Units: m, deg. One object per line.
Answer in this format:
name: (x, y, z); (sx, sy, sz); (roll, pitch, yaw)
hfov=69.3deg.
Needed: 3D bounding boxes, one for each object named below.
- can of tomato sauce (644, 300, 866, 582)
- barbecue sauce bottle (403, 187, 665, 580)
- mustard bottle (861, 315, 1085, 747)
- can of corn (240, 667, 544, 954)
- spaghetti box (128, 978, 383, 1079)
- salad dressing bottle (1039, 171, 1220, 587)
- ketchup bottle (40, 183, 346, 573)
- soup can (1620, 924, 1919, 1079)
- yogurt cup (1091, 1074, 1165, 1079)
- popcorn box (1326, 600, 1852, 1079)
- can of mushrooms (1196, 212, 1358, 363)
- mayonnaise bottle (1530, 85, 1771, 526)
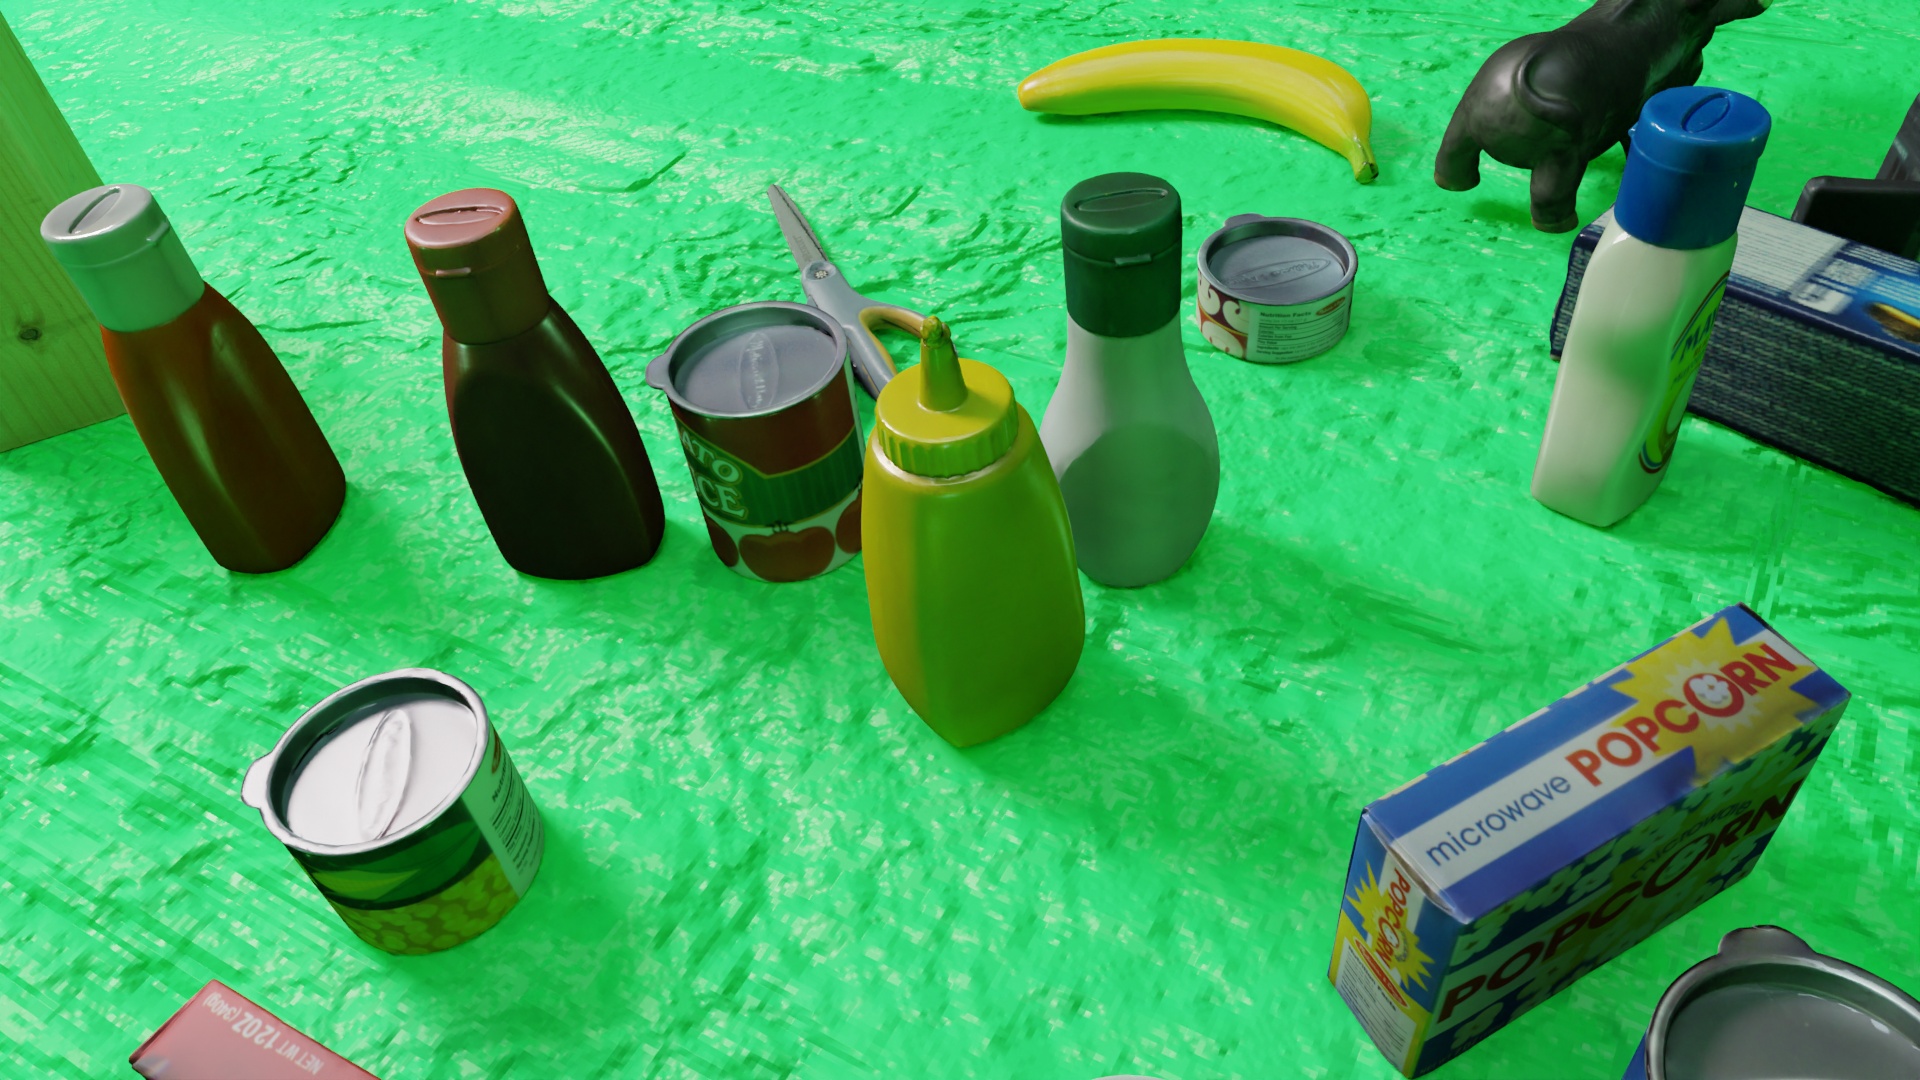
can of tomato sauce: (-0.070, -0.035, 0.510); (0.071, 0.082, 0.071); (-4, 44, 4)
barbecue sauce bottle: (-0.152, -0.050, 0.491); (0.065, 0.147, 0.044); (-3, 45, 5)
mustard bottle: (0.001, -0.005, 0.416); (0.065, 0.159, 0.049); (-28, 48, -20)
can of corn: (-0.169, 0.083, 0.421); (0.071, 0.058, 0.071); (-4, 44, 4)
spaghetti box: (-0.093, 0.174, 0.324); (0.250, 0.050, 0.029); (17, 50, 23)
salad dressing bottle: (0.055, -0.049, 0.463); (0.064, 0.146, 0.044); (-8, 44, -1)
ketchup bottle: (-0.281, -0.058, 0.515); (0.043, 0.148, 0.065); (0, 45, 8)
soup can: (0.175, 0.137, 0.303); (0.071, 0.083, 0.072); (-4, 44, 4)
yogurt cup: (0.040, 0.165, 0.314); (0.072, 0.053, 0.073); (-4, 44, 4)
popcorn box: (0.160, 0.079, 0.363); (0.127, 0.084, 0.038); (-24, 47, -16)
can of mushrooms: (0.134, -0.109, 0.594); (0.071, 0.033, 0.071); (-4, 44, 4)
mayonnaise bottle: (0.231, -0.076, 0.467); (0.041, 0.147, 0.065); (30, 55, 32)
